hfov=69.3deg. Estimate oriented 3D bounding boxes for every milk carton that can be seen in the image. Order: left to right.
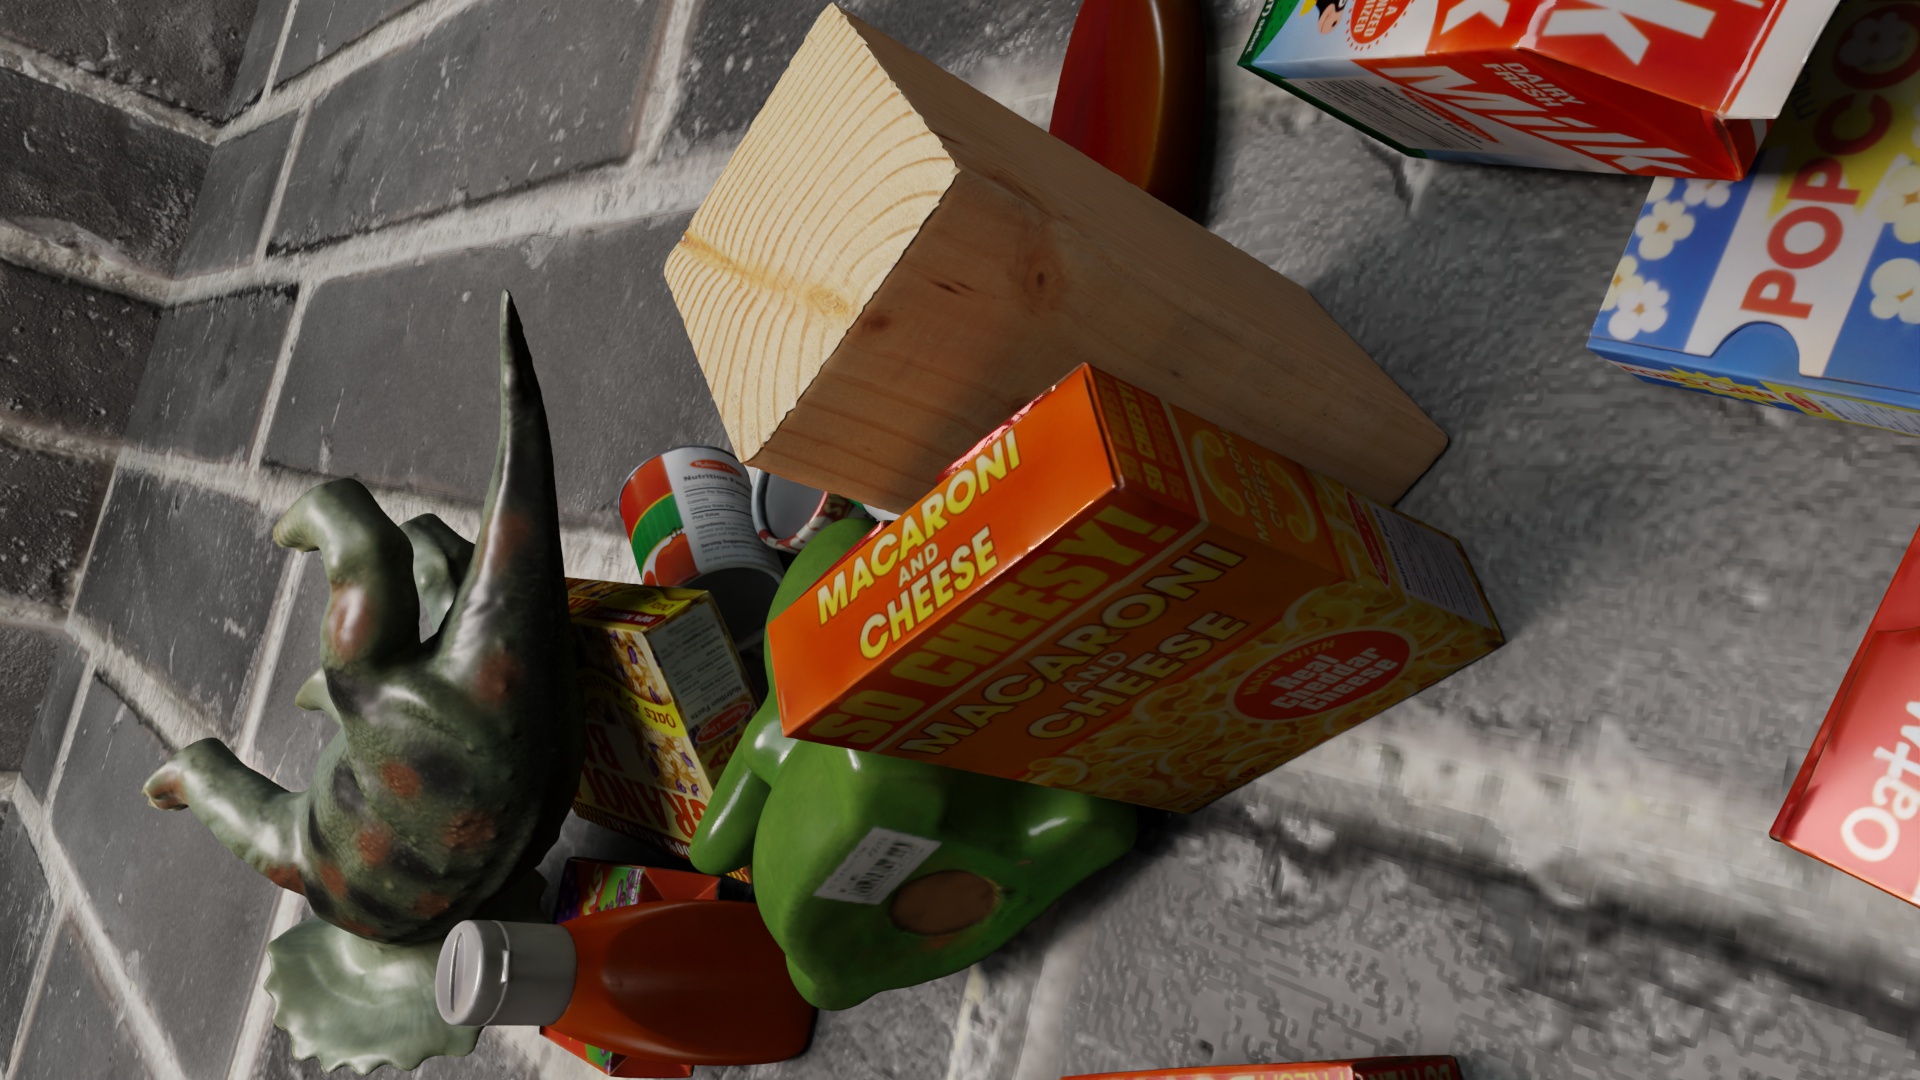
[{"bbox_3d":[0.153,-0.142,0.356,0.072,0.073,0.191,-65,19,11],"label":"milk carton"}]

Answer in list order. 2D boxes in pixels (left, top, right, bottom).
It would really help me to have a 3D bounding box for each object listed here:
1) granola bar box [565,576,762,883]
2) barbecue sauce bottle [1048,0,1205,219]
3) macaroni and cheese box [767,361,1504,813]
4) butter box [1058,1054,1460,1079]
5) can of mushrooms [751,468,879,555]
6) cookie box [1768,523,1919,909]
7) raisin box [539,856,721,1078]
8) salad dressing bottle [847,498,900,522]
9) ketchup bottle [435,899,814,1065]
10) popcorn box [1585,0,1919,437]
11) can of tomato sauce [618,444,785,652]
[{"bbox_3d":[-0.148,0.081,0.638,0.165,0.039,0.124,2,117,49],"label":"granola bar box"},{"bbox_3d":[0.068,-0.188,0.543,0.065,0.043,0.149,-4,72,48],"label":"barbecue sauce bottle"},{"bbox_3d":[0.050,0.025,0.384,0.123,0.166,0.040,-38,49,33],"label":"macaroni and cheese box"},{"bbox_3d":[0.082,0.158,0.386,0.103,0.053,0.024,-23,61,42],"label":"butter box"},{"bbox_3d":[-0.064,-0.025,0.638,0.071,0.033,0.071,-22,59,43],"label":"can of mushrooms"},{"bbox_3d":[0.257,0.038,0.242,0.168,0.040,0.122,29,98,50],"label":"cookie box"},{"bbox_3d":[-0.155,0.192,0.636,0.123,0.040,0.086,-17,63,59],"label":"raisin box"},{"bbox_3d":[0.002,-0.006,0.508,0.148,0.064,0.043,35,120,28],"label":"salad dressing bottle"},{"bbox_3d":[-0.126,0.171,0.544,0.043,0.149,0.065,-25,58,40],"label":"ketchup bottle"},{"bbox_3d":[0.221,-0.093,0.336,0.085,0.038,0.126,25,95,49],"label":"popcorn box"},{"bbox_3d":[-0.124,0.007,0.670,0.071,0.071,0.083,-50,45,24],"label":"can of tomato sauce"}]
